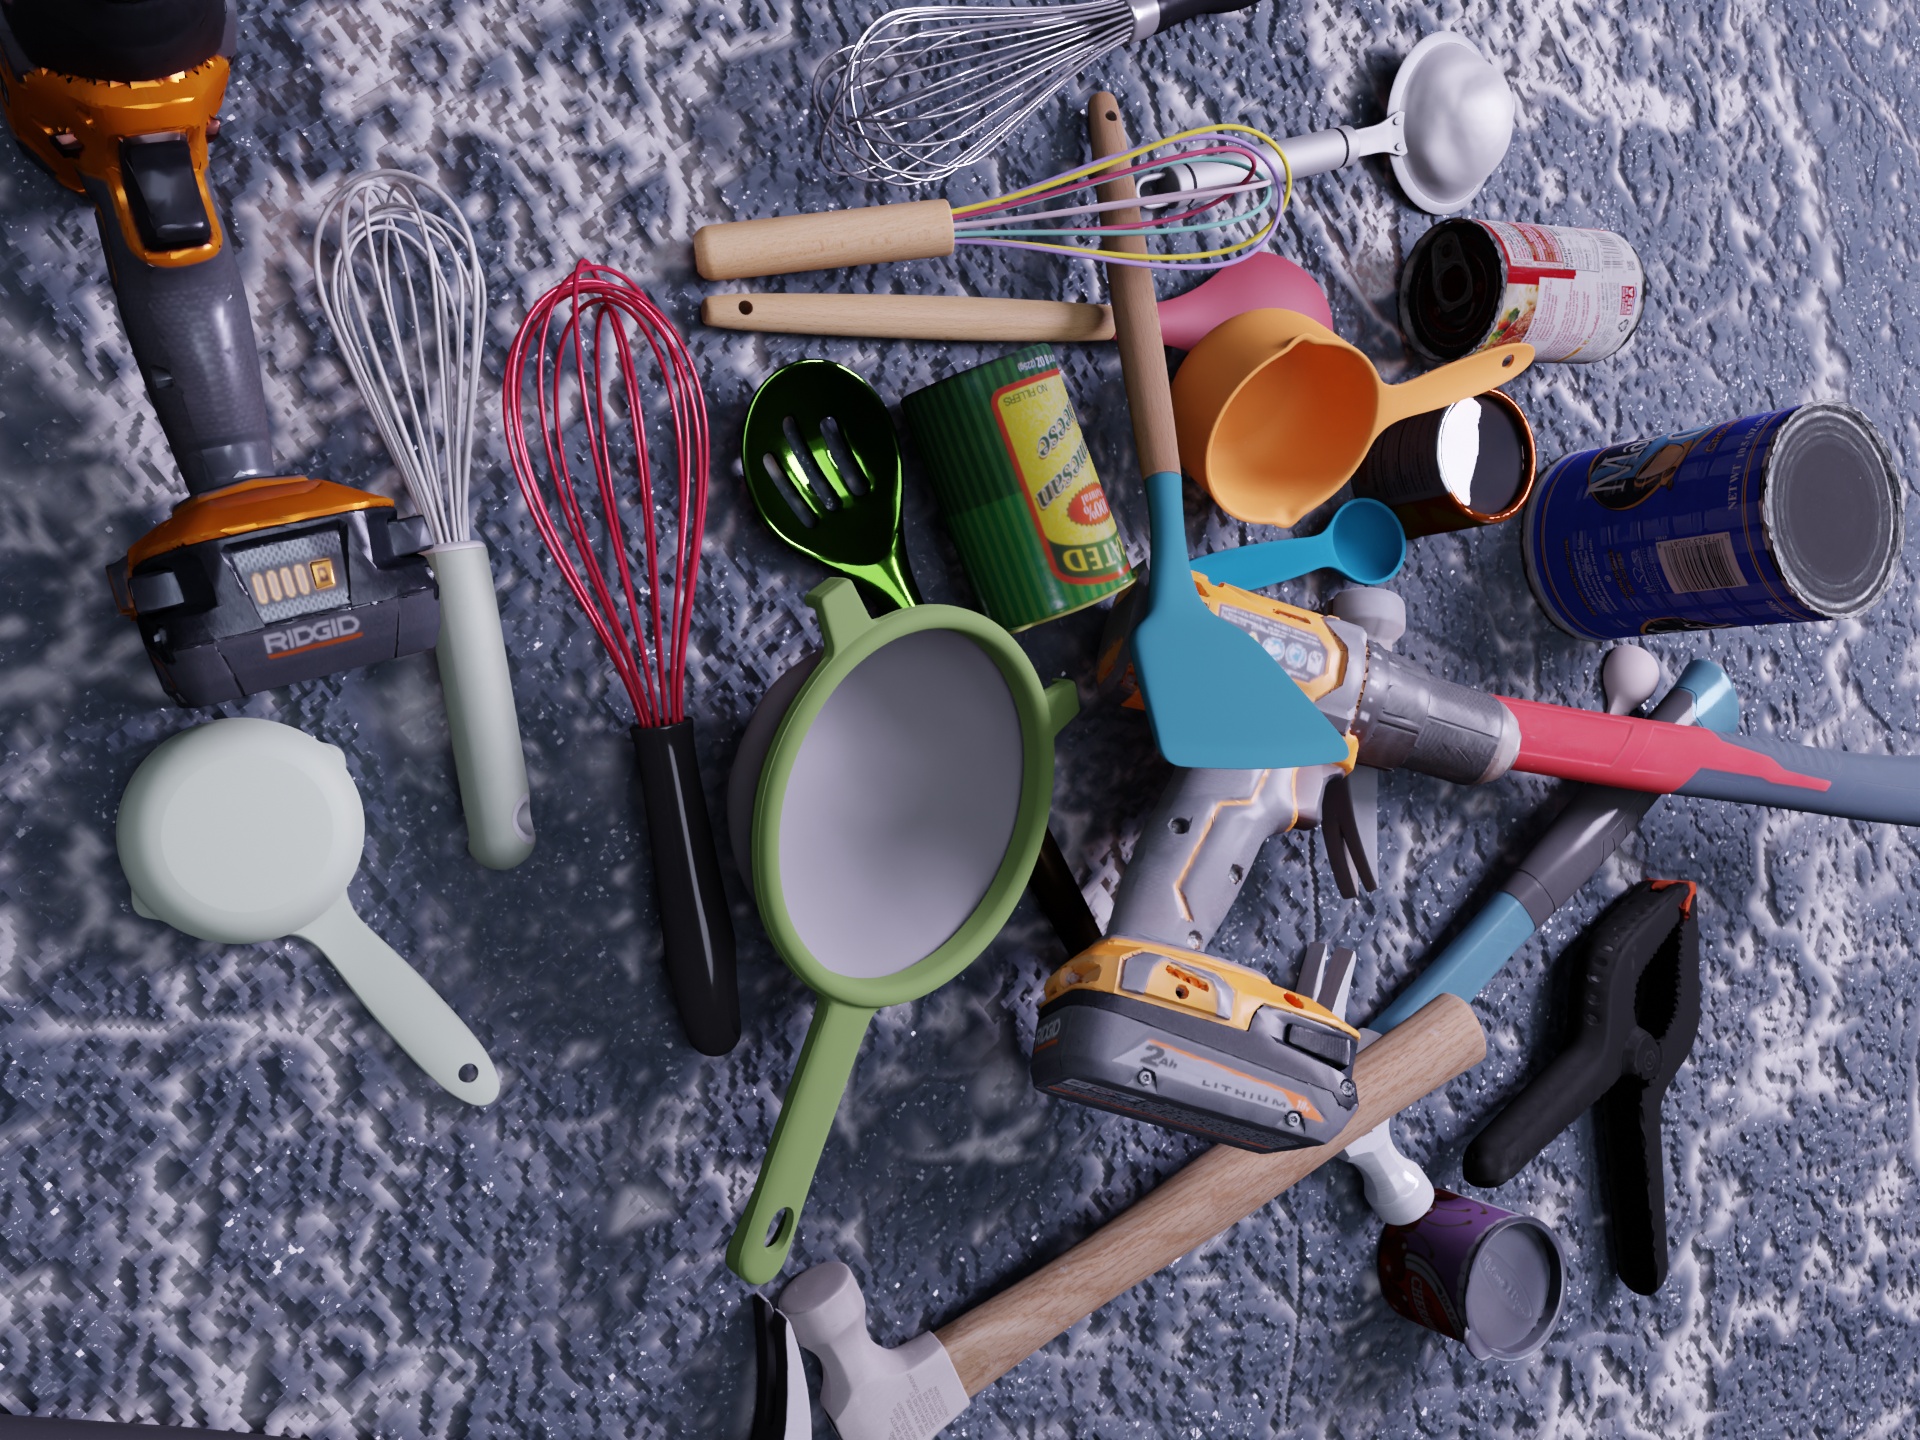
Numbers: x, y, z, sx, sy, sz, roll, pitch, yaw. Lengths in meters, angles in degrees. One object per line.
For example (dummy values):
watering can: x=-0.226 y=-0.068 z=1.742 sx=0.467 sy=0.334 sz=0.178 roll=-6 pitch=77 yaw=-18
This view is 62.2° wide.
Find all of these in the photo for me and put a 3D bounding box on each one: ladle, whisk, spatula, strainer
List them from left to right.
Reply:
whisk: x=-0.182 y=-0.068 z=0.559 sx=0.059 sy=0.058 sz=0.246 roll=-8 pitch=96 yaw=7
whisk: x=-0.113 y=-0.018 z=0.582 sx=0.073 sy=0.073 sz=0.296 roll=-13 pitch=100 yaw=-27
strainer: x=-0.053 y=0.076 z=0.598 sx=0.151 sy=0.069 sz=0.256 roll=21 pitch=87 yaw=-48
whisk: x=0.016 y=-0.203 z=0.634 sx=0.245 sy=0.047 sz=0.051 roll=-9 pitch=64 yaw=-10
ladle: x=0.041 y=-0.173 z=0.686 sx=0.315 sy=0.031 sz=0.069 roll=-6 pitch=91 yaw=-26
whisk: x=0.050 y=-0.292 z=0.681 sx=0.284 sy=0.070 sz=0.070 roll=-33 pitch=103 yaw=-30
spatula: x=0.085 y=-0.127 z=0.650 sx=0.082 sy=0.044 sz=0.318 roll=-1 pitch=73 yaw=-21
strainer: x=0.189 y=-0.274 z=0.760 sx=0.258 sy=0.050 sz=0.086 roll=-21 pitch=112 yaw=-23

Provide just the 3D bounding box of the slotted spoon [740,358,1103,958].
slotted spoon: x=-0.001 y=-0.002 z=0.657 sx=0.070 sy=0.031 sz=0.313 roll=-35 pitch=106 yaw=-23

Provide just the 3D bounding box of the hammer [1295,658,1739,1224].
hammer: x=0.284 y=0.087 z=0.790 sx=0.331 sy=0.033 sz=0.128 roll=-42 pitch=106 yaw=-19

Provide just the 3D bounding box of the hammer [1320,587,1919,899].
hammer: x=0.354 y=0.035 z=0.775 sx=0.386 sy=0.038 sz=0.143 roll=8 pitch=73 yaw=-14

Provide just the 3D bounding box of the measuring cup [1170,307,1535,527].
measuring cup: x=0.172 y=-0.151 z=0.713 sx=0.173 sy=0.052 sz=0.095 roll=-20 pitch=133 yaw=-16

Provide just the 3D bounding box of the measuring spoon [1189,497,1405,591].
measuring spoon: x=0.150 y=-0.074 z=0.748 sx=0.128 sy=0.021 sz=0.042 roll=-13 pitch=88 yaw=-18

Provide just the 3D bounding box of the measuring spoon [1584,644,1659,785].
measuring spoon: x=0.349 y=0.018 z=0.843 sx=0.034 sy=0.018 sz=0.124 roll=22 pitch=79 yaw=-25

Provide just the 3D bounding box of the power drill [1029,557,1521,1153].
power drill: x=0.133 y=0.058 z=0.657 sx=0.185 sy=0.084 sz=0.226 roll=17 pitch=69 yaw=-6

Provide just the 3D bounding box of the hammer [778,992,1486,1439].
hammer: x=0.093 y=0.213 z=0.677 sx=0.331 sy=0.031 sz=0.130 roll=-27 pitch=103 yaw=-18

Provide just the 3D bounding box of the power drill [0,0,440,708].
power drill: x=-0.225 y=-0.121 z=0.468 sx=0.084 sy=0.164 sz=0.226 roll=-18 pitch=99 yaw=-27

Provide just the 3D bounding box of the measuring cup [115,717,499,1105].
measuring cup: x=-0.210 y=0.071 z=0.537 sx=0.083 sy=0.038 sz=0.167 roll=-43 pitch=105 yaw=-22

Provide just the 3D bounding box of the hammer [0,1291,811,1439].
hammer: x=-0.204 y=0.255 z=0.538 sx=0.334 sy=0.035 sz=0.146 roll=18 pitch=81 yaw=-26
